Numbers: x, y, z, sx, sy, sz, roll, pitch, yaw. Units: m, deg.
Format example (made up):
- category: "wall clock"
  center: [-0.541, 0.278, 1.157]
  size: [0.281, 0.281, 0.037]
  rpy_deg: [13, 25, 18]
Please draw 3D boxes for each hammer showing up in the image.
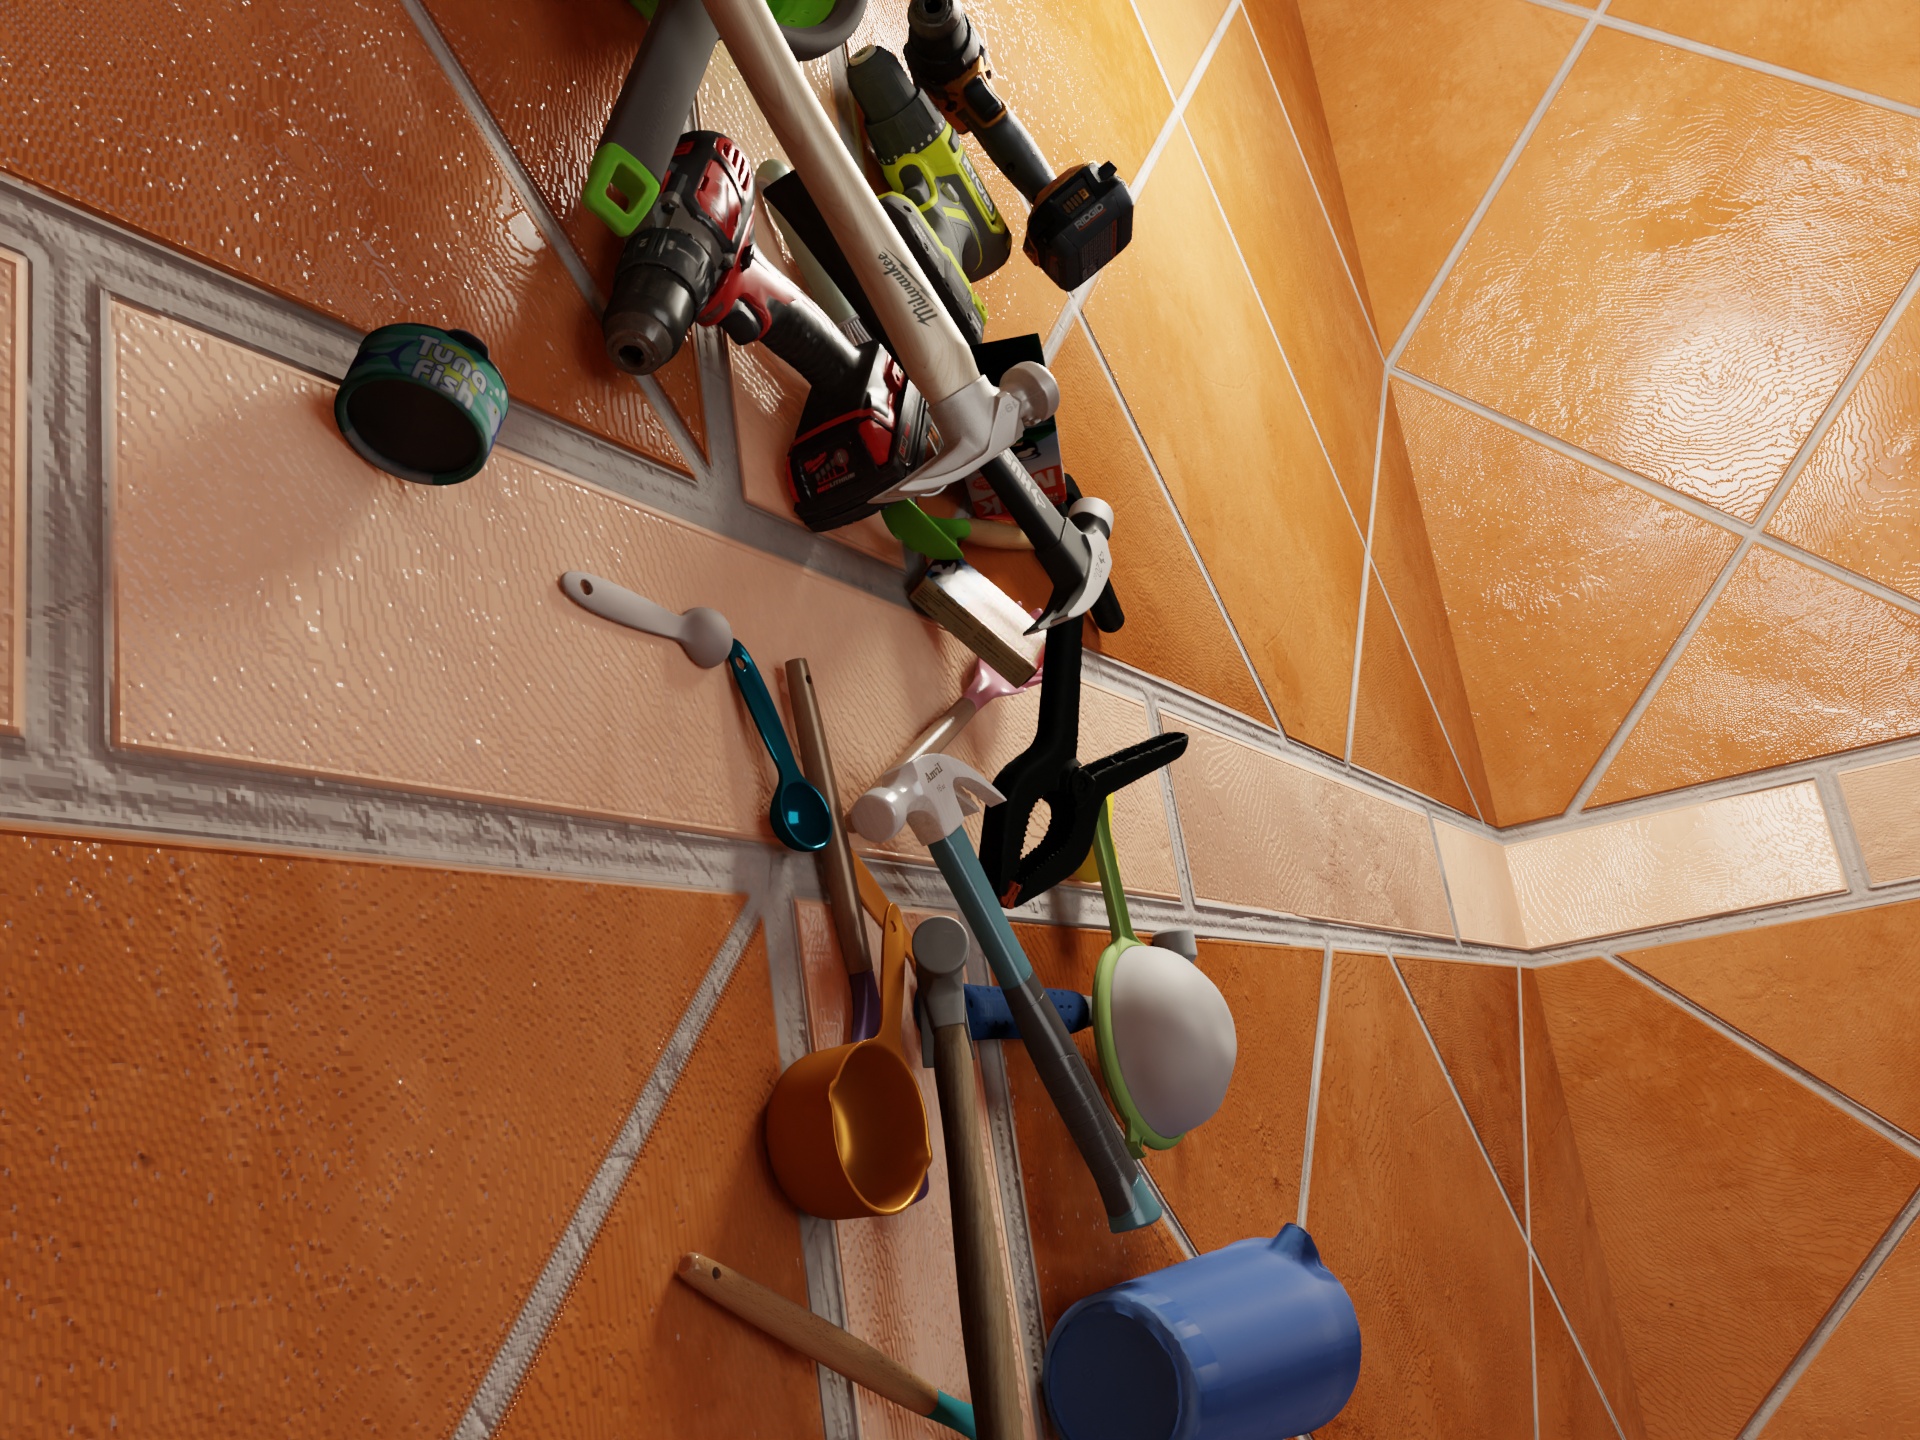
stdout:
- category: "hammer"
  center: [0.008, 0.277, 0.838]
  size: [0.130, 0.031, 0.331]
  rpy_deg: [93, -10, -70]
- category: "hammer"
  center: [-0.090, -0.320, 0.883]
  size: [0.146, 0.038, 0.410]
  rpy_deg: [-40, 106, -35]
- category: "hammer"
  center: [0.040, 0.171, 0.971]
  size: [0.331, 0.033, 0.128]
  rpy_deg: [64, 28, -7]
- category: "hammer"
  center: [-0.009, -0.198, 0.987]
  size: [0.334, 0.035, 0.146]
  rpy_deg: [50, 35, -27]
- category: "hammer"
  center: [0.089, 0.210, 1.116]
  size: [0.405, 0.035, 0.144]
  rpy_deg: [17, 60, -58]

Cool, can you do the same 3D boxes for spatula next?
- category: "spatula"
  center: [-0.041, 0.343, 0.815]
  size: [0.317, 0.044, 0.082]
  rpy_deg: [46, 38, -34]
- category: "spatula"
  center: [-0.063, 0.118, 0.902]
  size: [0.059, 0.018, 0.316]
  rpy_deg: [-1, 77, -57]

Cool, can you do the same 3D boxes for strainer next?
- category: "strainer"
  center: [0.144, 0.170, 1.124]
  size: [0.151, 0.069, 0.256]
  rpy_deg: [-1, 77, -62]

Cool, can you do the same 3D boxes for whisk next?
- category: "whisk"
  center: [-0.072, -0.263, 1.074]
  size: [0.059, 0.058, 0.246]
  rpy_deg: [-35, 104, -31]

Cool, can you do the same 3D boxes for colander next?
- category: "colander"
  center: [-0.172, -0.419, 0.931]
  size: [0.204, 0.094, 0.397]
  rpy_deg: [38, 52, -38]

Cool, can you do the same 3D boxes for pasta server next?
- category: "pasta server"
  center: [-0.002, -0.003, 1.066]
  size: [0.060, 0.040, 0.316]
  rpy_deg: [44, 32, 0]

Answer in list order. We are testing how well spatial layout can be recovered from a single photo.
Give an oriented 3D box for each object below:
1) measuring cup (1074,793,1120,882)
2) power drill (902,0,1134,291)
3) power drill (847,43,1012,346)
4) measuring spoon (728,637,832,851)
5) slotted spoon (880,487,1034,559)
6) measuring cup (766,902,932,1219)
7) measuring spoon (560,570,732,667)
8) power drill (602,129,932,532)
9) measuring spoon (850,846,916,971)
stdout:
- category: "measuring cup"
  center: [0.101, 0.074, 1.239]
  size: [0.062, 0.029, 0.157]
  rpy_deg: [63, 17, -20]
- category: "power drill"
  center: [0.038, -0.460, 1.243]
  size: [0.226, 0.084, 0.185]
  rpy_deg: [51, 4, 3]
- category: "power drill"
  center: [-0.036, -0.374, 1.171]
  size: [0.190, 0.080, 0.229]
  rpy_deg: [53, 30, -35]
- category: "measuring spoon"
  center: [-0.109, 0.016, 0.886]
  size: [0.042, 0.021, 0.129]
  rpy_deg: [-11, 76, -59]
- category: "slotted spoon"
  center: [0.010, -0.133, 1.136]
  size: [0.070, 0.031, 0.313]
  rpy_deg: [42, 15, 12]
- category: "measuring cup"
  center: [-0.059, 0.178, 0.844]
  size: [0.095, 0.052, 0.174]
  rpy_deg: [45, 36, -42]
- category: "measuring spoon"
  center: [-0.158, -0.056, 0.825]
  size: [0.124, 0.018, 0.034]
  rpy_deg: [22, 56, -56]
- category: "power drill"
  center: [-0.115, -0.213, 0.934]
  size: [0.226, 0.080, 0.188]
  rpy_deg: [47, 37, -36]
- category: "measuring spoon"
  center: [-0.043, 0.112, 0.950]
  size: [0.116, 0.011, 0.021]
  rpy_deg: [57, 31, -27]
